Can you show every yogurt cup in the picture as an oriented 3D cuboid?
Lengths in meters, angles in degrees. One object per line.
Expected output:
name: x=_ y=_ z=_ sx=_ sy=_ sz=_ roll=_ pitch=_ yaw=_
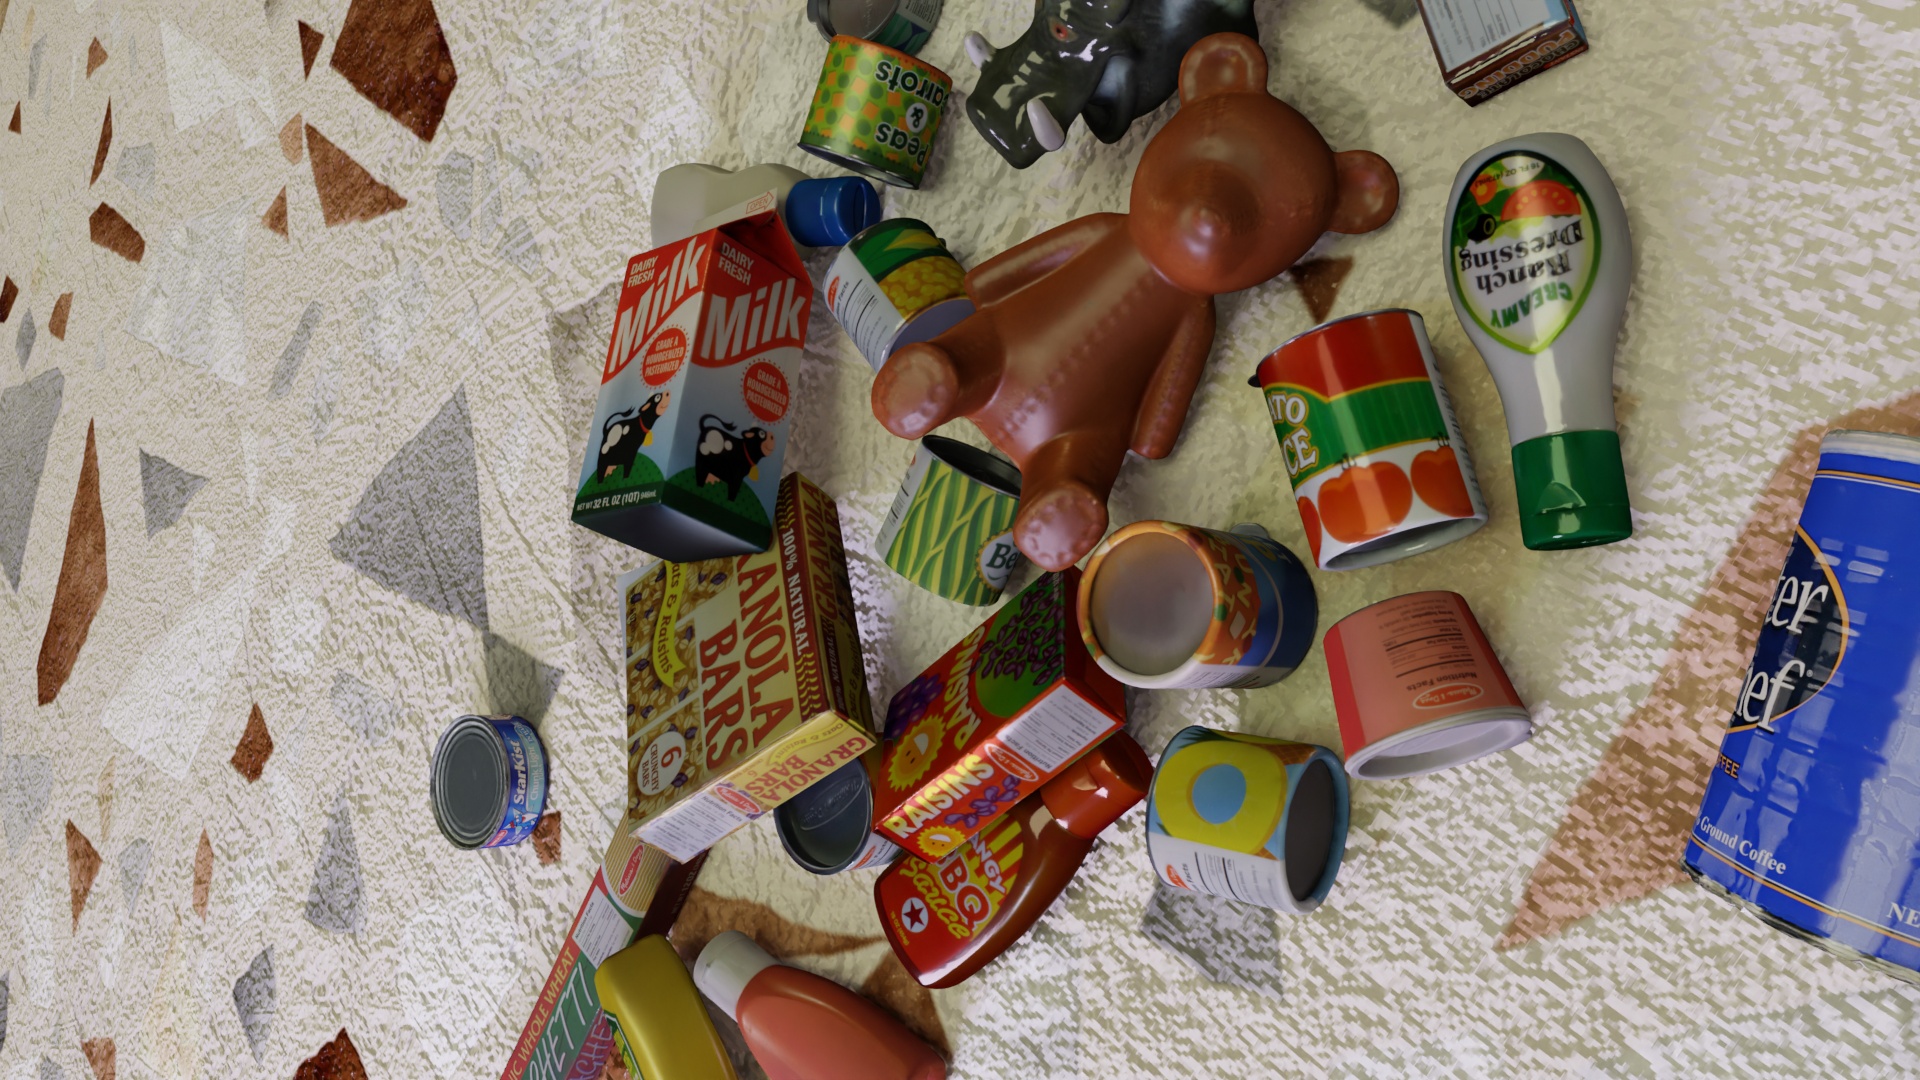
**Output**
yogurt cup: x=0.169 y=0.053 z=0.516 sx=0.072 sy=0.072 sz=0.054 roll=-29 pitch=60 yaw=32

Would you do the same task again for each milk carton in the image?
milk carton: x=-0.133 y=-0.091 z=0.717 sx=0.072 sy=0.073 sz=0.191 roll=-9 pitch=65 yaw=38

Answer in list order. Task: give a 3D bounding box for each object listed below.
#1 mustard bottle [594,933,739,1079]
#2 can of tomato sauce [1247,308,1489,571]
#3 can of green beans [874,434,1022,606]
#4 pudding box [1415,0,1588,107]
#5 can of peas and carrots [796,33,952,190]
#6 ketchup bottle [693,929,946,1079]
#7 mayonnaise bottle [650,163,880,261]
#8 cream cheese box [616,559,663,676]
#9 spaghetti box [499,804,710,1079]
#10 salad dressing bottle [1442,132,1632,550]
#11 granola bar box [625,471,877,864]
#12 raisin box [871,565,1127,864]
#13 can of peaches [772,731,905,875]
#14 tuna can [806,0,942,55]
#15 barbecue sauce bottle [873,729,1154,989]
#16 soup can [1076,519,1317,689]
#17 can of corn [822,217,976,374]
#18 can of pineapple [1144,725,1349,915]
mustard bottle: x=-0.143 y=0.290 z=0.734 sx=0.160 sy=0.049 sz=0.065 roll=57 pitch=154 yaw=23
can of tomato sauce: x=0.155 y=-0.036 z=0.533 sx=0.071 sy=0.071 sz=0.083 roll=-24 pitch=72 yaw=34
can of green beans: x=0.000 y=-0.009 z=0.652 sx=0.071 sy=0.071 sz=0.057 roll=36 pitch=108 yaw=35
pudding box: x=0.204 y=-0.219 z=0.539 sx=0.049 sy=0.030 sz=0.084 roll=-24 pitch=71 yaw=35
can of peas and carrots: x=-0.042 y=-0.217 z=0.708 sx=0.071 sy=0.071 sz=0.058 roll=25 pitch=100 yaw=37
ketchup bottle: x=-0.076 y=0.249 z=0.698 sx=0.149 sy=0.043 sz=0.064 roll=25 pitch=100 yaw=37
mayonnaise bottle: x=-0.111 y=-0.180 z=0.775 sx=0.148 sy=0.041 sz=0.064 roll=7 pitch=97 yaw=37
cream cheese box: x=-0.170 y=0.065 z=0.804 sx=0.053 sy=0.024 sz=0.104 roll=-19 pitch=73 yaw=36
spaghetti box: x=-0.218 y=0.265 z=0.816 sx=0.050 sy=0.029 sz=0.249 roll=37 pitch=107 yaw=34
salad dressing bottle: x=0.215 y=-0.071 z=0.506 sx=0.064 sy=0.044 sz=0.148 roll=-12 pitch=78 yaw=38
granola bar box: x=-0.111 y=0.058 z=0.695 sx=0.124 sy=0.039 sz=0.166 roll=-33 pitch=42 yaw=17
raisin box: x=0.016 y=0.077 z=0.621 sx=0.123 sy=0.040 sz=0.086 roll=-41 pitch=24 yaw=27
can of peaches: x=-0.049 y=0.125 z=0.682 sx=0.071 sy=0.058 sz=0.071 roll=-5 pitch=82 yaw=38
tuna can: x=-0.046 y=-0.288 z=0.740 sx=0.071 sy=0.033 sz=0.071 roll=-5 pitch=82 yaw=38
barbecue sauce bottle: x=0.025 y=0.140 z=0.631 sx=0.148 sy=0.044 sz=0.065 roll=-45 pitch=59 yaw=25
soup can: x=0.096 y=0.024 z=0.562 sx=0.071 sy=0.084 sz=0.071 roll=-5 pitch=82 yaw=38
can of corn: x=-0.023 y=-0.116 z=0.685 sx=0.071 sy=0.071 sz=0.058 roll=-49 pitch=60 yaw=24
can of pineapple: x=0.115 y=0.108 z=0.551 sx=0.058 sy=0.071 sz=0.071 roll=4 pitch=88 yaw=38
